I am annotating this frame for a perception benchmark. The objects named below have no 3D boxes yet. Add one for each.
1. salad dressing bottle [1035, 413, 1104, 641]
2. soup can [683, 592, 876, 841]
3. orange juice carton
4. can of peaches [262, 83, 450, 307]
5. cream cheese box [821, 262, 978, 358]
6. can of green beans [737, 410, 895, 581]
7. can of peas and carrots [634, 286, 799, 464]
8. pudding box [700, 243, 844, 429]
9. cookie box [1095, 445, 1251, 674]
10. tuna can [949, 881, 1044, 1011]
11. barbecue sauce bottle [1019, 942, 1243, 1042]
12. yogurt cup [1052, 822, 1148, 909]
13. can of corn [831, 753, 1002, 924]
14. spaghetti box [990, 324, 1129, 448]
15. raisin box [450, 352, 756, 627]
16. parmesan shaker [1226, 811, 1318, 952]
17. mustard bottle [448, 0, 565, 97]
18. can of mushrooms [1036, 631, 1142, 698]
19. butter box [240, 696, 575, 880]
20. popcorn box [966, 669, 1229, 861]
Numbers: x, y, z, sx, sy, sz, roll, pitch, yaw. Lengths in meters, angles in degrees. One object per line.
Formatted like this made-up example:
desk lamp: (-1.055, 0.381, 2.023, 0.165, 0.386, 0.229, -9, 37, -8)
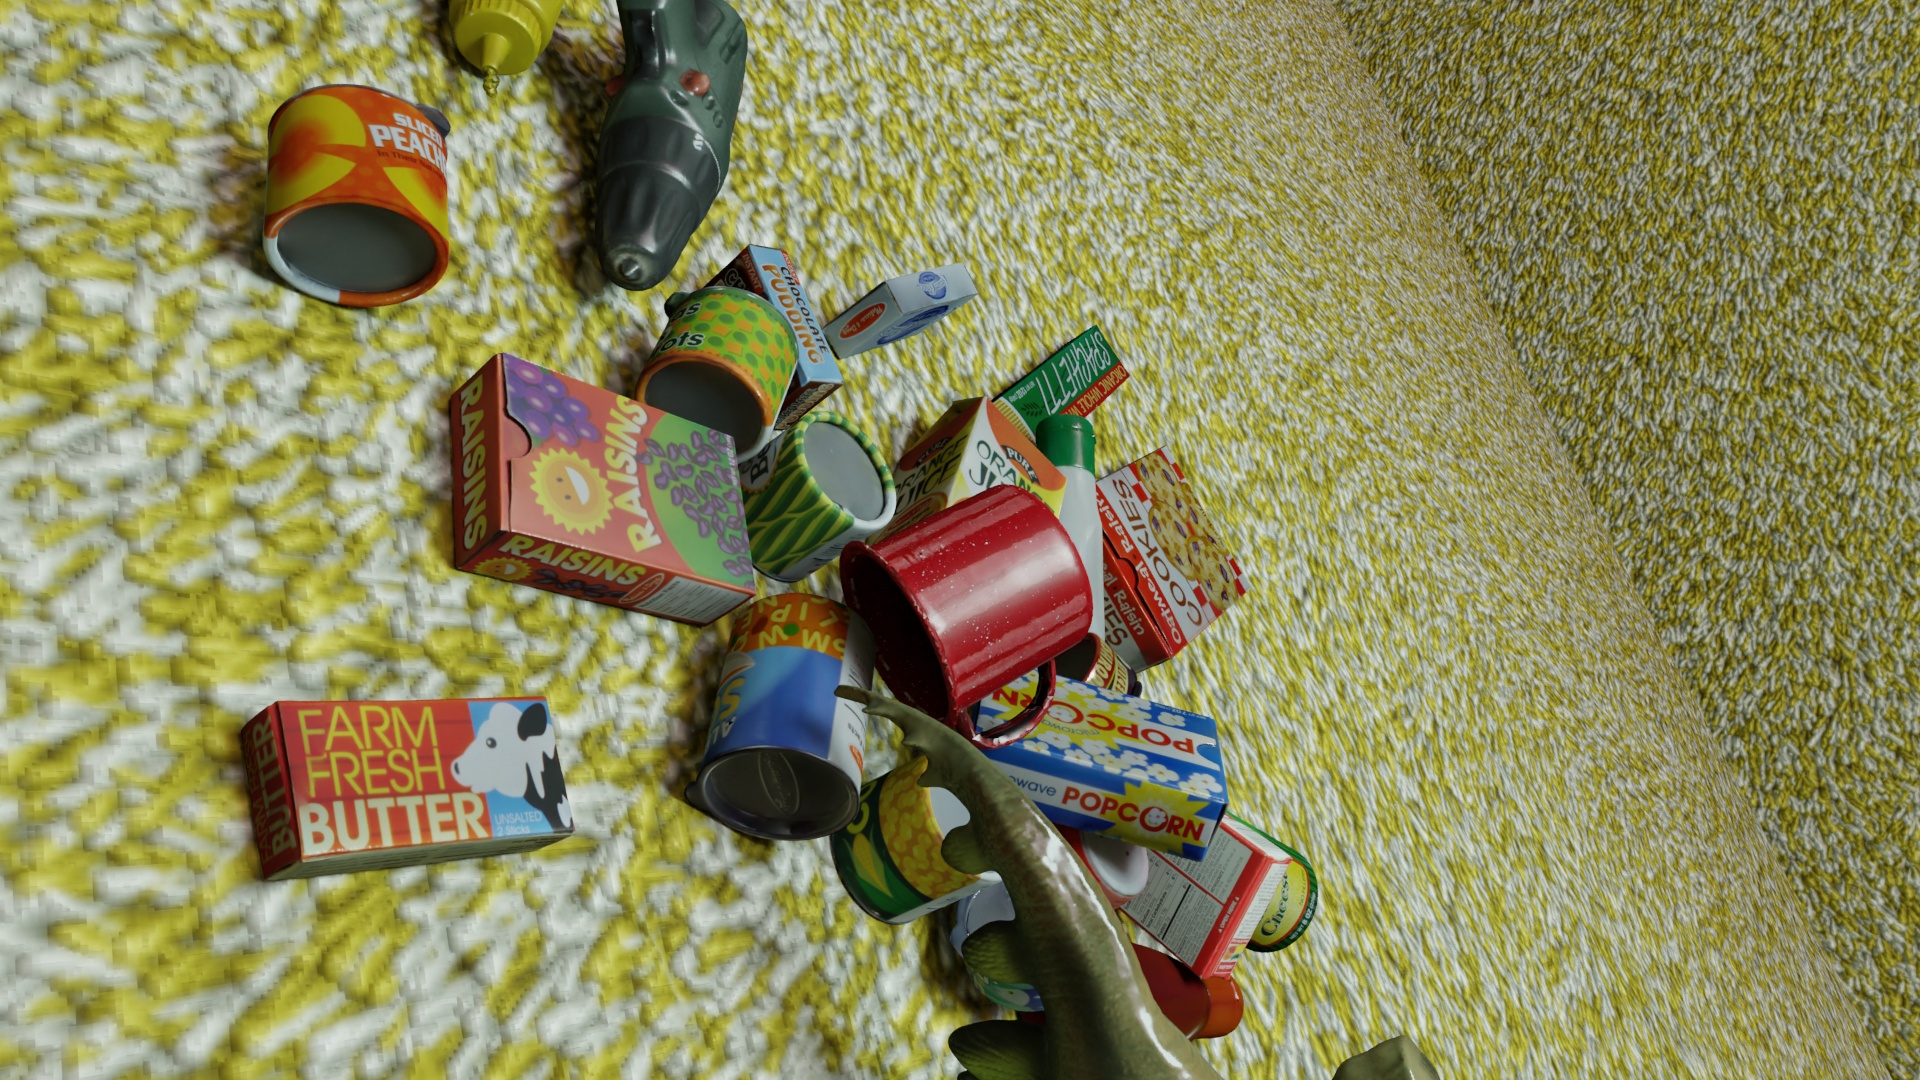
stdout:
salad dressing bottle: (0.064, -0.004, 0.837, 0.064, 0.044, 0.148, 66, 23, -61)
soup can: (-0.074, 0.074, 0.589, 0.071, 0.071, 0.084, 38, 36, -30)
orange juice carton: (0.003, -0.010, 0.758, 0.071, 0.072, 0.194, 44, 34, -19)
can of peaches: (-0.232, -0.134, 0.541, 0.071, 0.071, 0.058, 20, 49, -46)
cream cheese box: (-0.035, -0.140, 0.838, 0.024, 0.053, 0.104, 60, 31, -1)
can of green beans: (-0.074, -0.022, 0.676, 0.071, 0.057, 0.071, 35, 38, -33)
can of peas and carrots: (-0.117, -0.079, 0.659, 0.071, 0.070, 0.059, 42, 36, -25)
pudding box: (-0.099, -0.105, 0.722, 0.030, 0.049, 0.084, -5, 67, -54)
cookie box: (0.130, 0.009, 0.950, 0.123, 0.040, 0.168, 60, 31, 3)
tuna can: (0.030, 0.180, 0.638, 0.071, 0.071, 0.032, -79, 167, -48)
barbecue sauce bottle: (0.091, 0.234, 0.699, 0.148, 0.043, 0.065, 19, 44, -47)
yogurt cup: (0.058, 0.163, 0.704, 0.072, 0.053, 0.073, 34, 39, -33)
can of corn: (-0.016, 0.130, 0.625, 0.071, 0.058, 0.071, 35, 38, -33)
spaghetti box: (0.059, -0.094, 0.953, 0.050, 0.028, 0.251, 56, 32, -6)
raisin box: (-0.149, -0.018, 0.587, 0.123, 0.040, 0.086, 19, 49, -45)
parmesan shaker: (0.152, 0.188, 0.797, 0.103, 0.071, 0.072, 33, 39, -34)
mustard bottle: (-0.223, -0.279, 0.690, 0.048, 0.065, 0.161, 33, 43, -42)
can of mushrooms: (0.064, 0.084, 0.765, 0.033, 0.071, 0.071, 45, 34, -18)
butter box: (-0.183, 0.081, 0.468, 0.103, 0.024, 0.053, 7, 58, -52)
popcorn box: (0.064, 0.106, 0.690, 0.127, 0.038, 0.085, 15, 20, 0)
